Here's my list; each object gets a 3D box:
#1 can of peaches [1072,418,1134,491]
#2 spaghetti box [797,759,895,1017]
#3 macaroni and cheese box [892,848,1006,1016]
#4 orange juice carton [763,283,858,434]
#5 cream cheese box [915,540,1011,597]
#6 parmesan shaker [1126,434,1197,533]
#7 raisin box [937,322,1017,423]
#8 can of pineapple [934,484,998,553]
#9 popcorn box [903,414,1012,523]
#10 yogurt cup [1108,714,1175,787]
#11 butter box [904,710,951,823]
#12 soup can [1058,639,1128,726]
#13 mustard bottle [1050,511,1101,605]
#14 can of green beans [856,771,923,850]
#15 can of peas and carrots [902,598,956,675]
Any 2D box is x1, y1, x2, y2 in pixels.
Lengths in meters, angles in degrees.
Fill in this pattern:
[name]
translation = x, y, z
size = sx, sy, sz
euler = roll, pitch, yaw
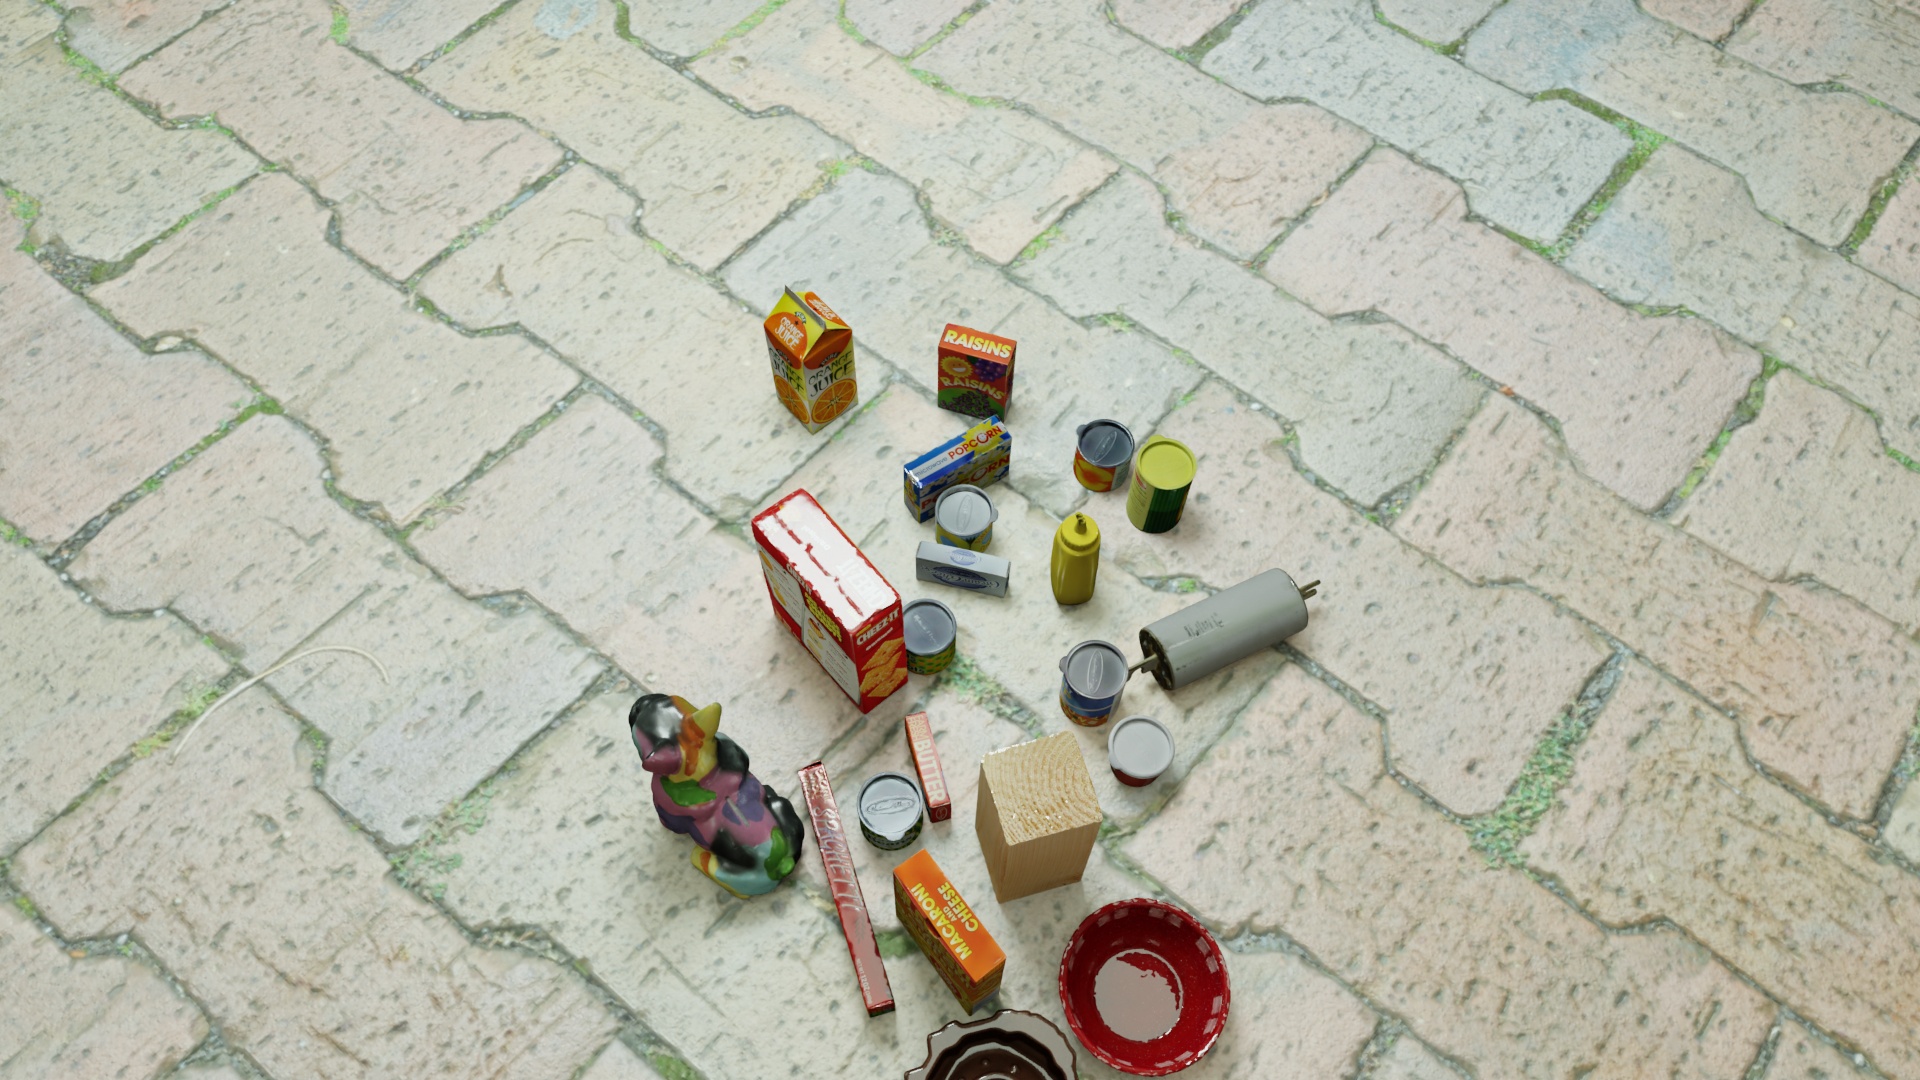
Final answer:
[can of peaches]
translation = 0.163, -0.099, 1.605
size = 0.071, 0.057, 0.071
euler = 0, 61, -1
[spaghetti box]
translation = -0.113, 0.339, 1.364
size = 0.029, 0.050, 0.251
euler = -16, 63, -9
[macaroni and cheese box]
translation = -0.012, 0.366, 1.286
size = 0.040, 0.165, 0.124
euler = -33, 67, -17
[orange juice carton]
translation = -0.170, -0.212, 1.584
size = 0.073, 0.191, 0.072
euler = -37, 68, -19
[cream cheese box]
translation = 0.003, 0.032, 1.533
size = 0.104, 0.053, 0.024
euler = 12, 62, 6
[parmesan shaker]
translation = 0.224, -0.062, 1.560
size = 0.071, 0.102, 0.071
euler = 0, 62, -1
[raisin box]
translation = 0.019, -0.194, 1.617
size = 0.086, 0.122, 0.040
euler = 17, 63, 8
[can of pineapple]
translation = 0.006, -0.020, 1.558
size = 0.071, 0.057, 0.071
euler = 0, 61, -1
[popcorn box]
translation = -0.004, -0.080, 1.576
size = 0.127, 0.085, 0.038
euler = -30, 66, -16
[yogurt cup]
translation = 0.184, 0.220, 1.433
size = 0.072, 0.053, 0.073
euler = 0, 61, -1
[butter box]
translation = -0.034, 0.232, 1.423
size = 0.024, 0.053, 0.104
euler = -13, 63, -8
[soup can]
translation = 0.136, 0.150, 1.454
size = 0.071, 0.083, 0.071
euler = 0, 62, -1
[mustard bottle]
translation = 0.124, 0.013, 1.485
size = 0.049, 0.159, 0.065
euler = -4, 62, -3
[can of green beans]
translation = -0.070, 0.273, 1.397
size = 0.071, 0.057, 0.071
euler = 0, 61, -1
[can of peas and carrots]
translation = -0.039, 0.105, 1.489
size = 0.071, 0.058, 0.071
euler = 0, 61, -1
